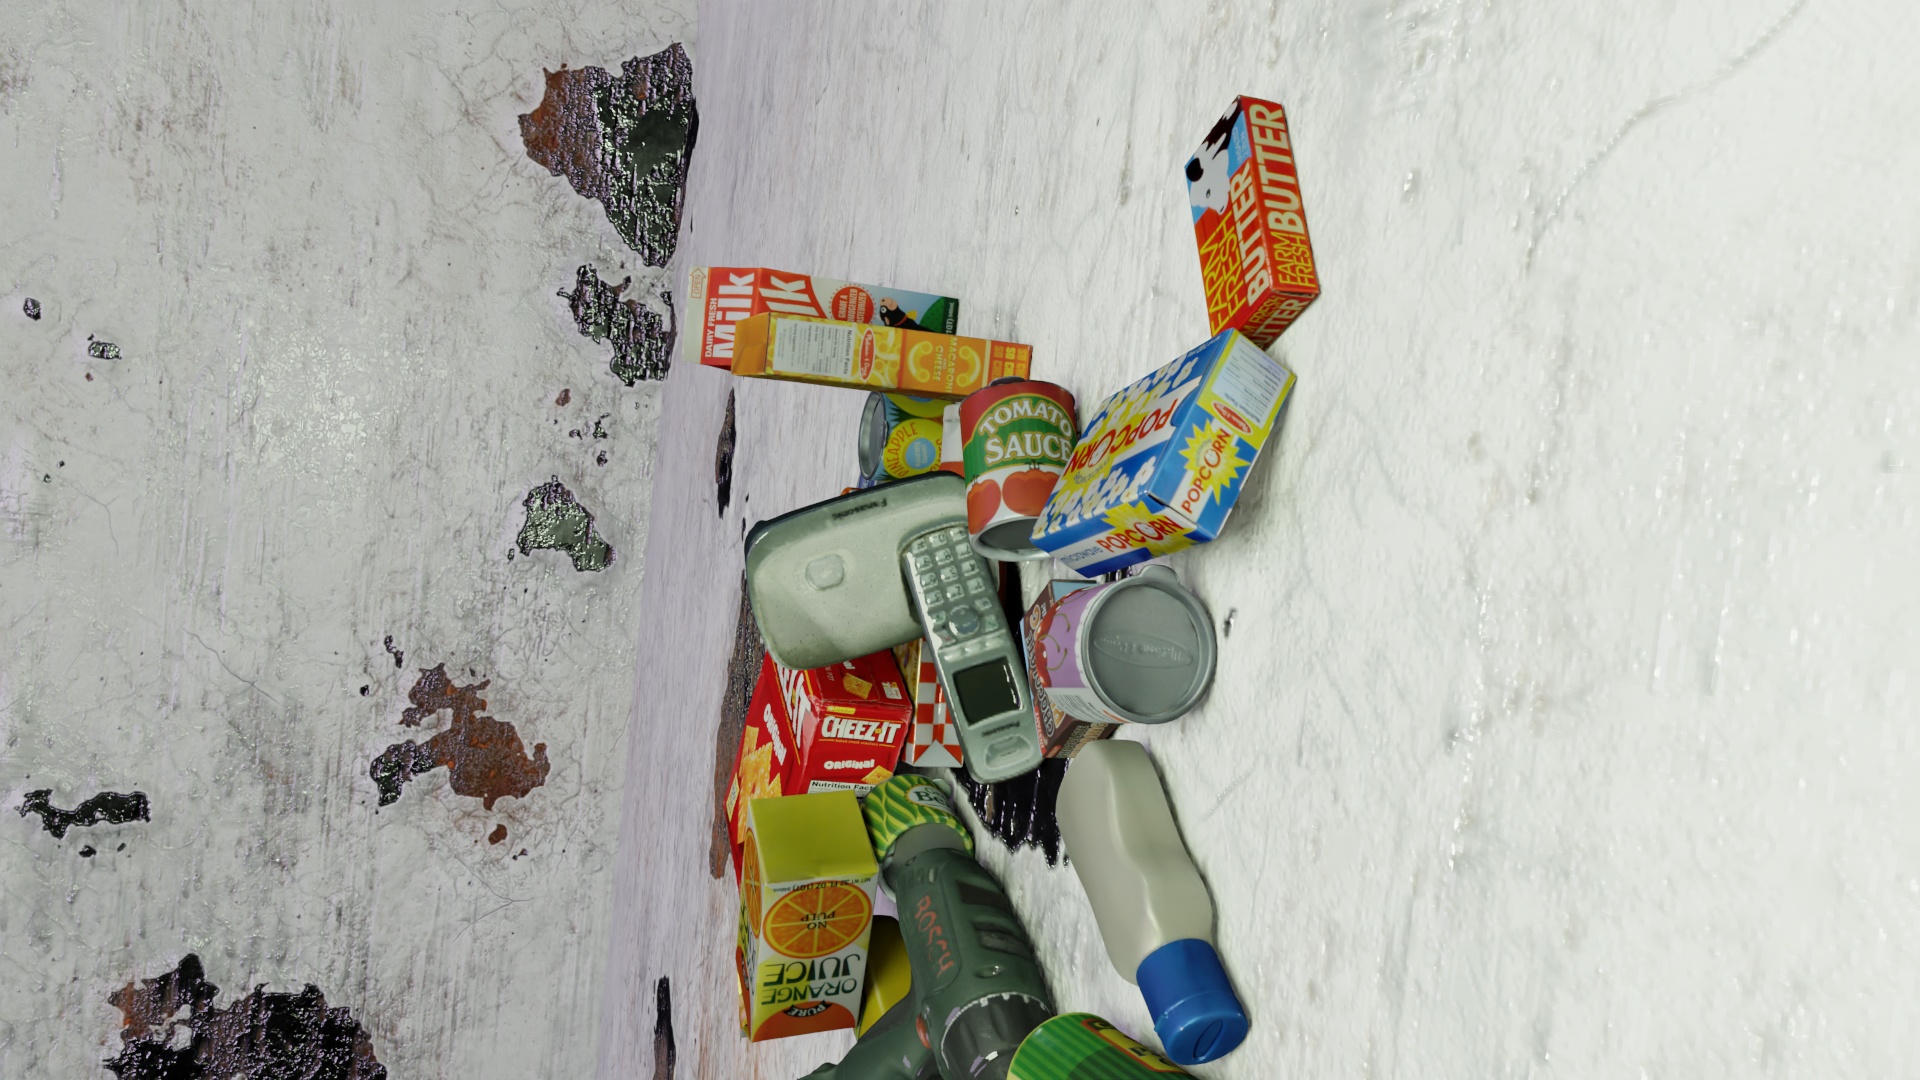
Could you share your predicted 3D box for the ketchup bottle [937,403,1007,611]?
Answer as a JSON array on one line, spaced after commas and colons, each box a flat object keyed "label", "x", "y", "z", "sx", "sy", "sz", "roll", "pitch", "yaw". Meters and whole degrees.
[{"label": "ketchup bottle", "x": 0.003, "y": -0.011, "z": 0.885, "sx": 0.064, "sy": 0.043, "sz": 0.149, "roll": -2, "pitch": 83, "yaw": 49}]

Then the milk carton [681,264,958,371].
[{"label": "milk carton", "x": -0.104, "y": -0.152, "z": 1.010, "sx": 0.073, "sy": 0.191, "sz": 0.072, "roll": -171, "pitch": 86, "yaw": -70}]

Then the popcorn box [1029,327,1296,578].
[{"label": "popcorn box", "x": 0.086, "y": -0.035, "z": 0.618, "sx": 0.085, "sy": 0.038, "sz": 0.126, "roll": -60, "pitch": 12, "yaw": -18}]

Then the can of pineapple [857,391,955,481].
[{"label": "can of pineapple", "x": -0.037, "y": -0.073, "z": 1.000, "sx": 0.071, "sy": 0.058, "sz": 0.071, "roll": -174, "pitch": 89, "yaw": -71}]

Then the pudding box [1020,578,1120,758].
[{"label": "pudding box", "x": 0.058, "y": 0.068, "z": 0.734, "sx": 0.049, "sy": 0.030, "sz": 0.084, "roll": 120, "pitch": 149, "yaw": -52}]

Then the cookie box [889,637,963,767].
[{"label": "cookie box", "x": -0.038, "y": 0.089, "z": 0.990, "sx": 0.167, "sy": 0.040, "sz": 0.123, "roll": 176, "pitch": 99, "yaw": -70}]

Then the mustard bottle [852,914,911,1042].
[{"label": "mustard bottle", "x": -0.046, "y": 0.324, "z": 0.936, "sx": 0.161, "sy": 0.049, "sz": 0.065, "roll": -122, "pitch": 38, "yaw": -60}]

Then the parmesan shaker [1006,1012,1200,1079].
[{"label": "parmesan shaker", "x": 0.071, "y": 0.253, "z": 0.601, "sx": 0.103, "sy": 0.071, "sz": 0.071, "roll": 170, "pitch": 104, "yaw": -69}]

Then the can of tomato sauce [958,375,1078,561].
[{"label": "can of tomato sauce", "x": 0.035, "y": -0.039, "z": 0.771, "sx": 0.071, "sy": 0.071, "sz": 0.083, "roll": 131, "pitch": 139, "yaw": -59}]

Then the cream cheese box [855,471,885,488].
[{"label": "cream cheese box", "x": -0.065, "y": -0.046, "z": 1.125, "sx": 0.053, "sy": 0.024, "sz": 0.103, "roll": -109, "pitch": 31, "yaw": -52}]

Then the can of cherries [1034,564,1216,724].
[{"label": "can of cherries", "x": 0.075, "y": 0.049, "z": 0.638, "sx": 0.058, "sy": 0.071, "sz": 0.071, "roll": 158, "pitch": 115, "yaw": -70}]

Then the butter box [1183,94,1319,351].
[{"label": "butter box", "x": 0.125, "y": -0.136, "z": 0.604, "sx": 0.053, "sy": 0.024, "sz": 0.104, "roll": 128, "pitch": 143, "yaw": -58}]

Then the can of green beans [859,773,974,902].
[{"label": "can of green beans", "x": -0.030, "y": 0.194, "z": 0.899, "sx": 0.058, "sy": 0.071, "sz": 0.071, "roll": -135, "pitch": 52, "yaw": -64}]

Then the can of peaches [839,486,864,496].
[{"label": "can of peaches", "x": -0.063, "y": -0.005, "z": 1.057, "sx": 0.071, "sy": 0.058, "sz": 0.071, "roll": -174, "pitch": 89, "yaw": -70}]

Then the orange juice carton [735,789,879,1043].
[{"label": "orange juice carton", "x": -0.104, "y": 0.260, "z": 0.909, "sx": 0.073, "sy": 0.072, "sz": 0.191, "roll": -116, "pitch": 30, "yaw": -52}]

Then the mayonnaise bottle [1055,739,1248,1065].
[{"label": "mayonnaise bottle", "x": 0.084, "y": 0.160, "z": 0.622, "sx": 0.149, "sy": 0.041, "sz": 0.064, "roll": -112, "pitch": 31, "yaw": -50}]

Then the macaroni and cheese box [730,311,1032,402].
[{"label": "macaroni and cheese box", "x": -0.054, "y": -0.116, "z": 0.895, "sx": 0.124, "sy": 0.167, "sz": 0.040, "roll": -161, "pitch": 76, "yaw": -71}]
